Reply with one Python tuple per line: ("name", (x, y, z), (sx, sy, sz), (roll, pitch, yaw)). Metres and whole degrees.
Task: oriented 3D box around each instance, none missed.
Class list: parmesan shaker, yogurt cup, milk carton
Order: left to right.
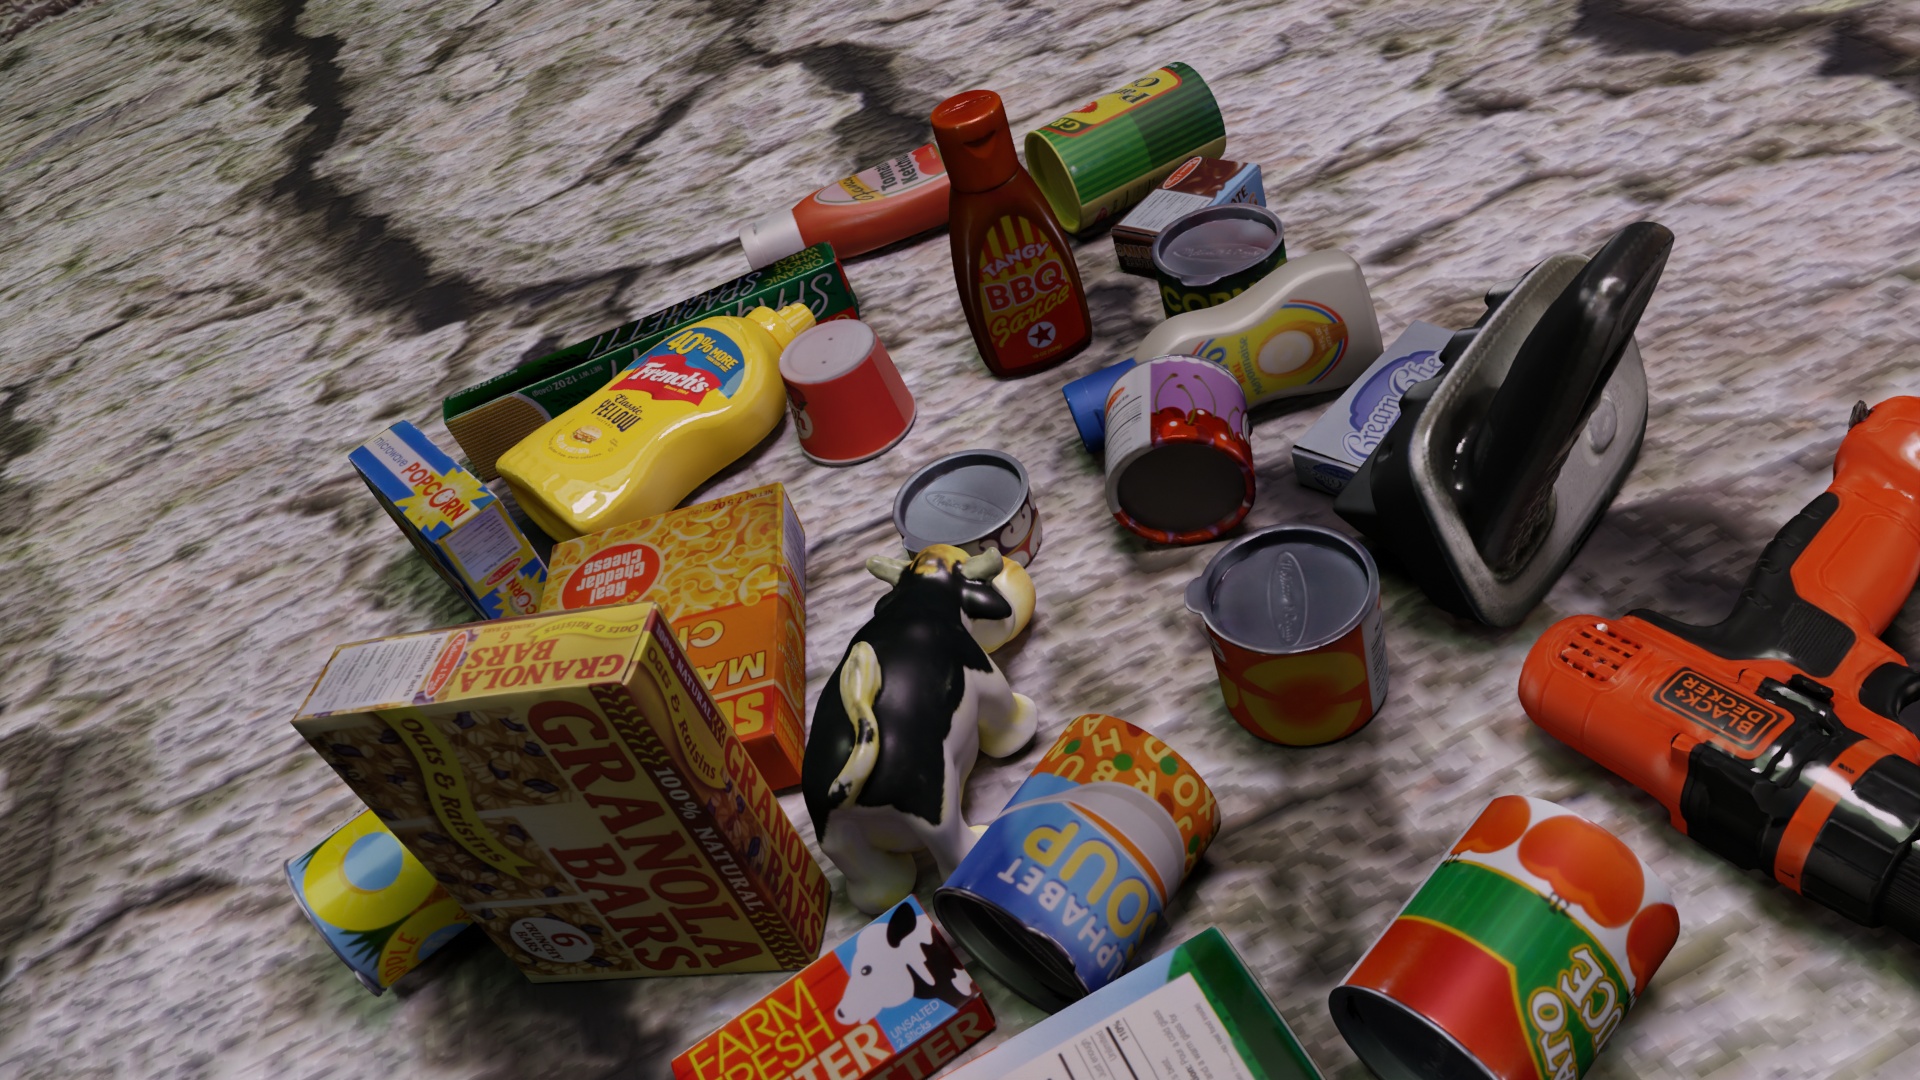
("yogurt cup", (-0.063, -0.082, 0.746), (0.072, 0.053, 0.073), (-11, 42, 11))
("milk carton", (0.014, 0.199, 0.394), (0.191, 0.072, 0.074), (-26, 41, -7))
("parmesan shaker", (0.098, -0.238, 0.840), (0.103, 0.071, 0.071), (-29, 41, -9))

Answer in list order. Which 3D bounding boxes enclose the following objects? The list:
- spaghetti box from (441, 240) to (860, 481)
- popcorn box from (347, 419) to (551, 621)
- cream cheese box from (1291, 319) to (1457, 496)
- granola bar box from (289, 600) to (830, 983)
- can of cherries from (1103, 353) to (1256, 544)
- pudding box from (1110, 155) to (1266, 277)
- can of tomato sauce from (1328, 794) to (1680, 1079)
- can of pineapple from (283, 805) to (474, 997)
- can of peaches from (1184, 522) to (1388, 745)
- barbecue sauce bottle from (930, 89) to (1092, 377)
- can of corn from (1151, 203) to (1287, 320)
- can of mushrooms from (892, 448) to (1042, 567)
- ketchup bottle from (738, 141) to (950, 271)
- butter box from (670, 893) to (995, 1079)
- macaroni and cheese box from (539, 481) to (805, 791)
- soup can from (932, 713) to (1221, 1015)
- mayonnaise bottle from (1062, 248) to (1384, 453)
("spaghetti box", (-0.181, -0.108, 0.828), (0.250, 0.050, 0.029), (-23, 42, -2))
("popcorn box", (-0.259, -0.003, 0.720), (0.038, 0.084, 0.127), (-39, 43, -20))
("cream cheese box", (0.203, -0.058, 0.629), (0.053, 0.024, 0.104), (26, 59, 41))
("granola bar box", (-0.133, 0.096, 0.497), (0.124, 0.164, 0.039), (-8, 41, 16))
("can of cherries", (0.100, -0.040, 0.624), (0.071, 0.071, 0.059), (-9, 42, 14))
("pudding box", (0.132, -0.185, 0.794), (0.050, 0.030, 0.084), (21, 56, 40))
("can of tomato sauce", (0.163, 0.128, 0.412), (0.083, 0.071, 0.071), (-41, 44, -23))
("can of pineapple", (-0.229, 0.140, 0.567), (0.058, 0.070, 0.071), (-37, 43, -18))
("can of peaches", (0.126, 0.036, 0.534), (0.071, 0.057, 0.071), (-12, 42, 11))
("barbecue sauce bottle", (0.023, -0.158, 0.720), (0.065, 0.147, 0.044), (-23, 40, -2))
("can of corn", (0.135, -0.128, 0.709), (0.071, 0.058, 0.071), (-12, 41, 11))
("can of mushrooms", (0.002, -0.008, 0.654), (0.071, 0.033, 0.071), (-11, 42, 10))
("ketchup bottle", (-0.067, -0.210, 0.896), (0.149, 0.043, 0.065), (-21, 41, 1))
("butter box", (-0.044, 0.174, 0.482), (0.104, 0.024, 0.053), (-32, 41, -13))
("macaroni and cheese box", (-0.134, 0.053, 0.640), (0.124, 0.040, 0.167), (-15, 40, 7))
("soup can", (0.043, 0.111, 0.479), (0.071, 0.071, 0.084), (19, 54, 37))
("mayonnaise bottle", (0.124, -0.085, 0.666), (0.148, 0.064, 0.041), (-22, 26, 5))
